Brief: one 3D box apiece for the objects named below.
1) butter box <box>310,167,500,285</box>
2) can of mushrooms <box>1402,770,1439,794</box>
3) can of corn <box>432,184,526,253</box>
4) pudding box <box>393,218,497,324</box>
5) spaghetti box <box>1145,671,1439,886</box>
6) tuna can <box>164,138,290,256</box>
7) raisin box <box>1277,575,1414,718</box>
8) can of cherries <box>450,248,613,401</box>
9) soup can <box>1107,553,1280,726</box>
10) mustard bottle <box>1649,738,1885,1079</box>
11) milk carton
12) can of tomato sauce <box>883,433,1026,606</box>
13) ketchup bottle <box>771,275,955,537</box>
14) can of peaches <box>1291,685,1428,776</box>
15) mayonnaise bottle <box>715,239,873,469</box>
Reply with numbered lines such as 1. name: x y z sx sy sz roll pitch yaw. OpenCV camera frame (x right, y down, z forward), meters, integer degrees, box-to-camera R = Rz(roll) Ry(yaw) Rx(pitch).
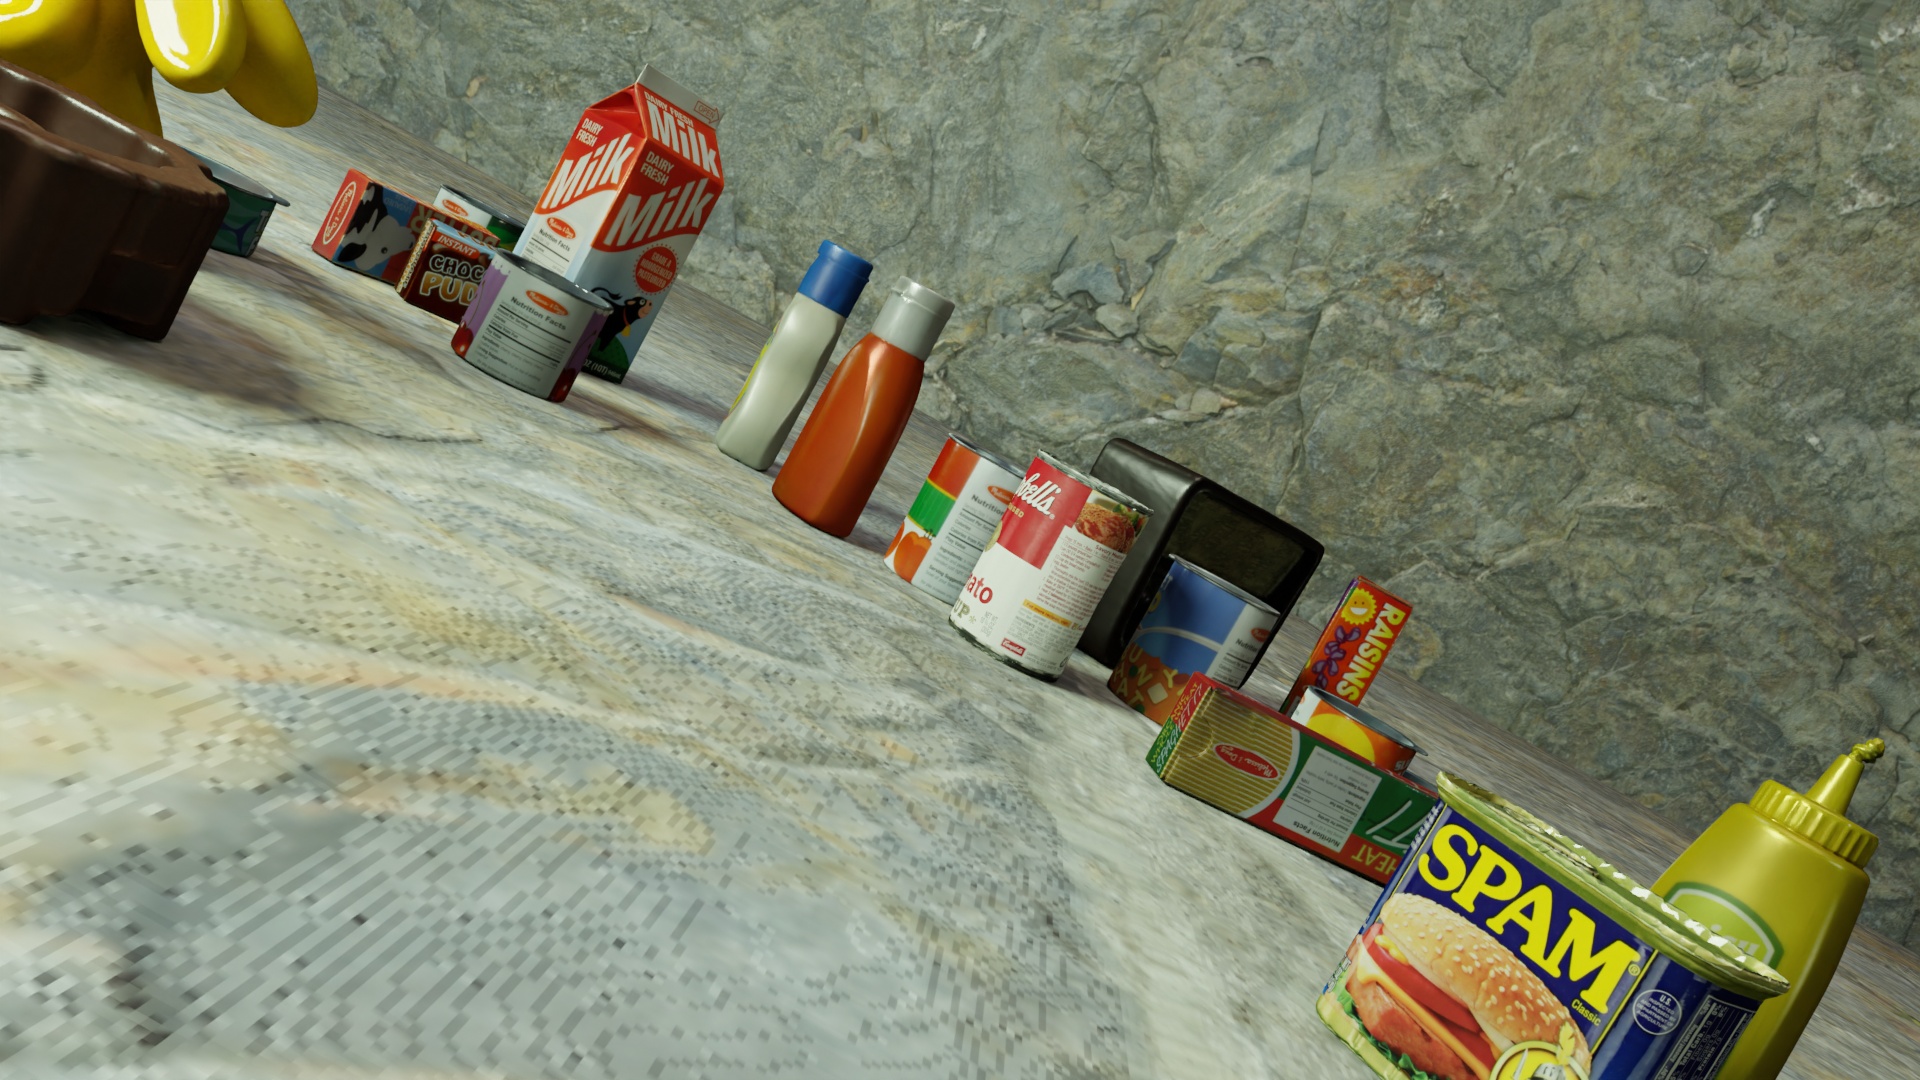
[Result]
1. butter box: -0.329 -0.178 0.831 0.024 0.053 0.103 32 7 26
2. can of mushrooms: 0.263 0.157 0.820 0.071 0.033 0.071 28 7 -3
3. can of corn: -0.341 -0.206 0.970 0.071 0.058 0.071 28 6 -3
4. pudding box: -0.283 -0.150 0.823 0.083 0.049 0.030 23 8 -38
5. spaghetti box: 0.204 0.137 0.658 0.250 0.050 0.029 27 6 -15
6. tuna can: -0.366 -0.165 0.670 0.071 0.033 0.071 28 7 -3
7. raisin box: 0.232 0.083 0.862 0.040 0.123 0.086 30 6 14
8. can of cherries: -0.228 -0.114 0.742 0.071 0.058 0.071 28 6 -3
9. soup can: 0.128 0.060 0.784 0.071 0.083 0.071 28 6 -3
10. mustard bottle: 0.280 0.136 0.496 0.049 0.160 0.065 23 8 -43
11. milk carton: -0.221 -0.206 0.896 0.073 0.190 0.072 33 7 35
12. can of tomato sauce: 0.003 -0.010 0.797 0.071 0.083 0.071 28 6 -3
13. ketchup bottle: -0.054 -0.079 0.799 0.043 0.148 0.065 24 8 -38
14. can of peaches: 0.207 0.121 0.753 0.071 0.058 0.071 28 6 -3
15. mayonnaise bottle: -0.106 -0.118 0.885 0.041 0.148 0.065 28 6 -8
